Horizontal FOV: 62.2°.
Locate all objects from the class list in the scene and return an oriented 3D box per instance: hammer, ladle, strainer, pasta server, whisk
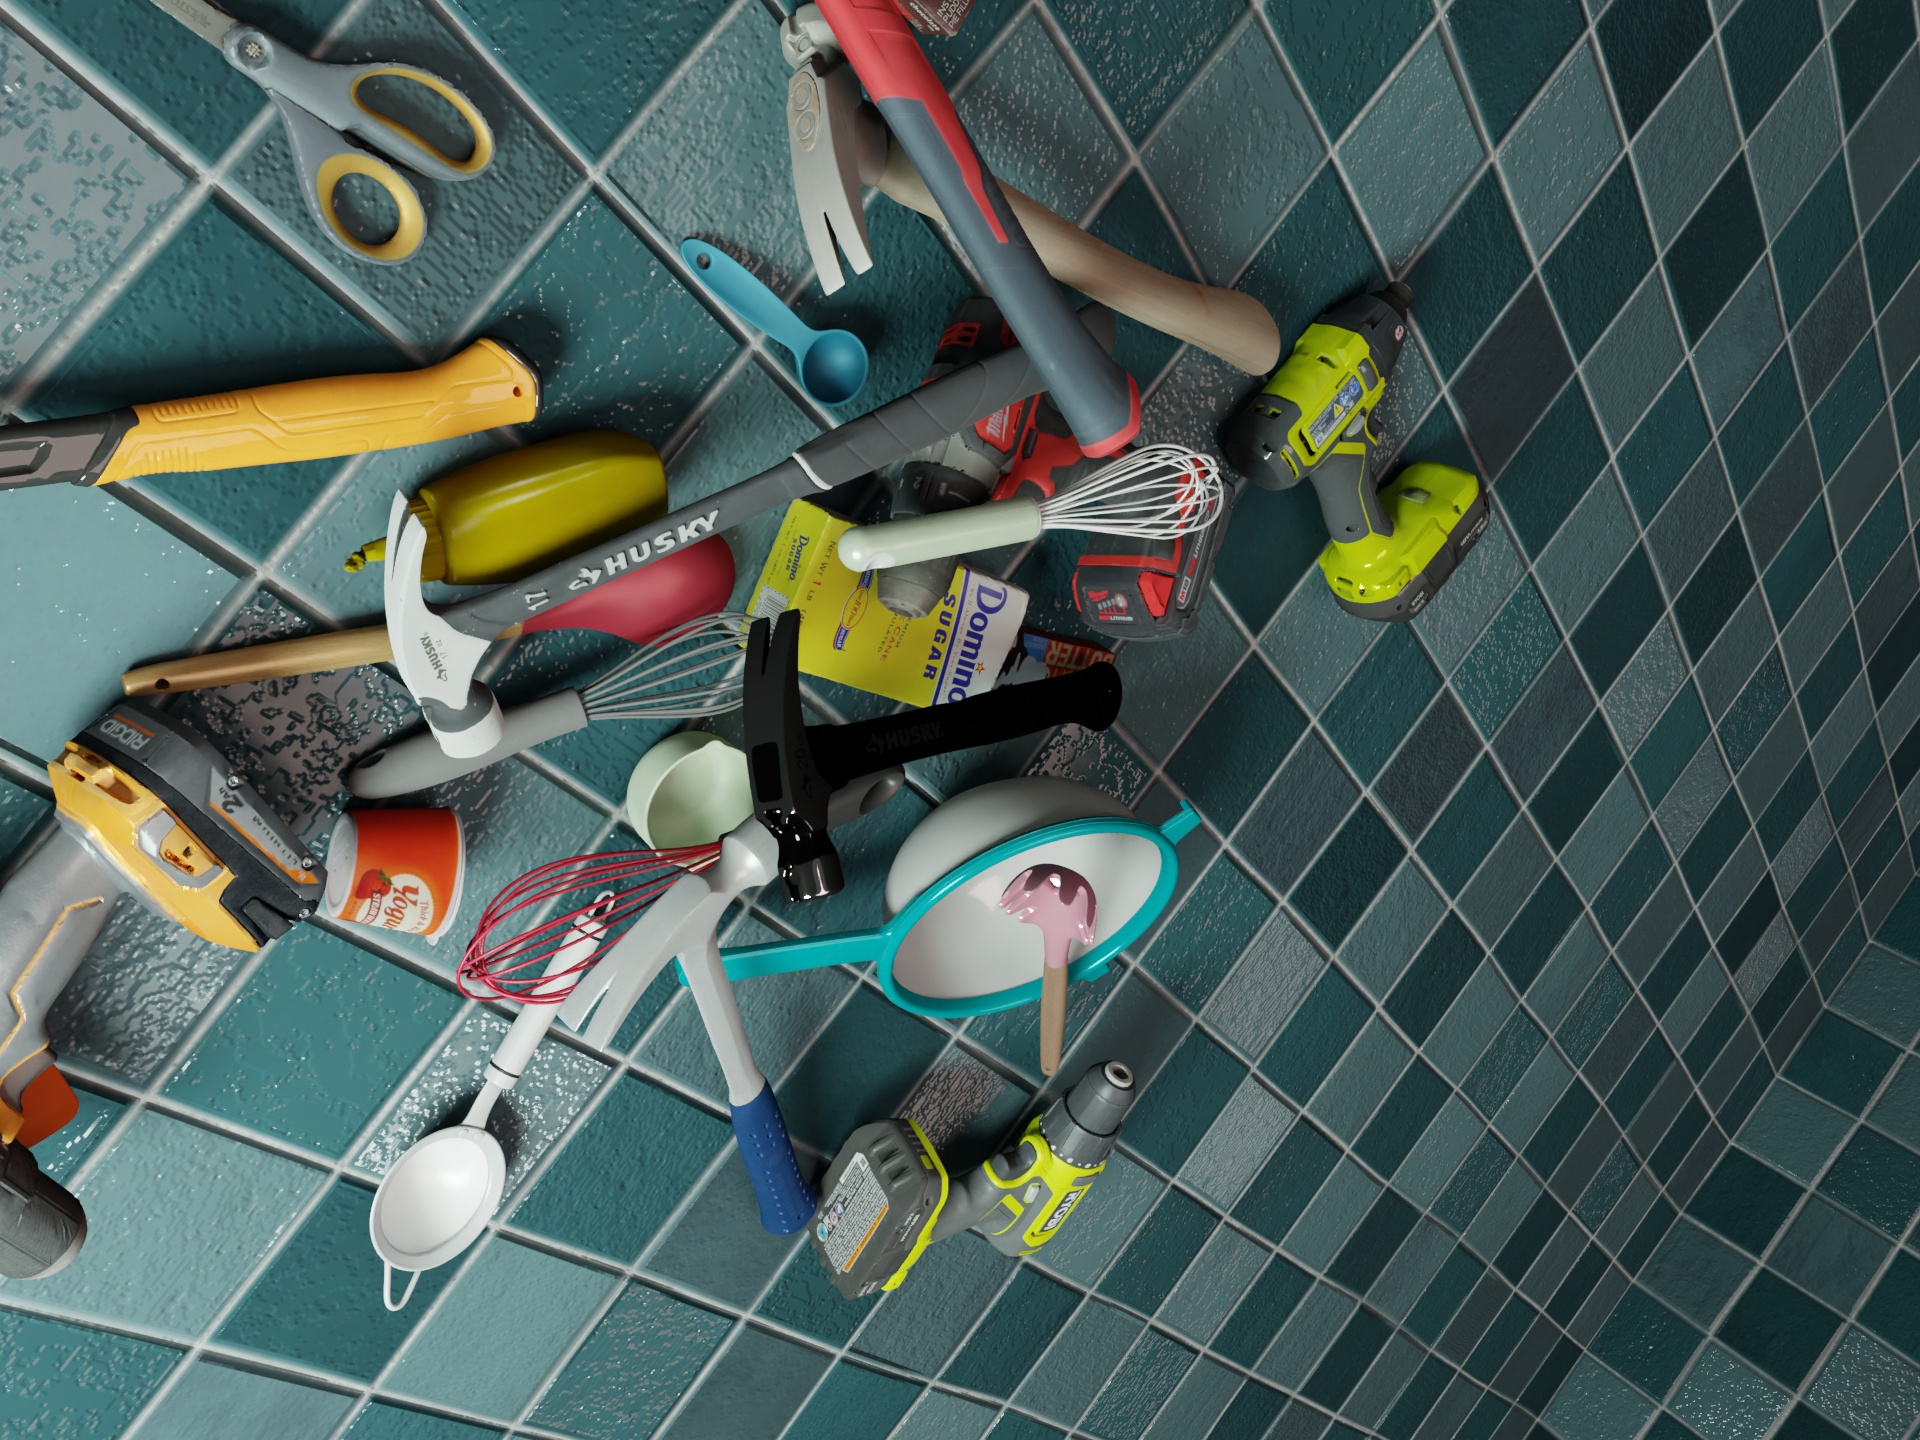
[{"bbox_3d":[0.065,-0.257,0.907,0.410,0.038,0.146,9,67,-47],"label":"hammer"},{"bbox_3d":[-0.249,-0.048,0.802,0.315,0.031,0.069,-14,124,-33],"label":"ladle"},{"bbox_3d":[-0.268,0.210,0.915,0.258,0.050,0.086,-60,141,-6],"label":"strainer"},{"bbox_3d":[-0.093,-0.123,0.800,0.409,0.036,0.149,-28,145,-18],"label":"hammer"},{"bbox_3d":[-0.334,-0.111,0.674,0.337,0.034,0.127,-19,116,-36],"label":"hammer"},{"bbox_3d":[-0.026,0.107,1.028,0.340,0.095,0.210,-5,140,-26],"label":"strainer"},{"bbox_3d":[-0.001,-0.003,0.930,0.334,0.035,0.146,-14,91,-53],"label":"hammer"},{"bbox_3d":[0.060,0.176,1.057,0.316,0.060,0.040,88,24,-56],"label":"pasta server"},{"bbox_3d":[0.044,-0.114,0.877,0.246,0.059,0.057,-14,162,-27],"label":"whisk"},{"bbox_3d":[-0.135,0.220,0.956,0.144,0.035,0.405,-43,150,-27],"label":"hammer"},{"bbox_3d":[-0.030,-0.280,0.740,0.143,0.038,0.386,-49,116,-32],"label":"hammer"},{"bbox_3d":[-0.144,0.081,0.886,0.296,0.073,0.073,-25,127,-36],"label":"whisk"},{"bbox_3d":[-0.200,-0.005,0.834,0.239,0.055,0.055,-20,125,-17],"label":"whisk"}]

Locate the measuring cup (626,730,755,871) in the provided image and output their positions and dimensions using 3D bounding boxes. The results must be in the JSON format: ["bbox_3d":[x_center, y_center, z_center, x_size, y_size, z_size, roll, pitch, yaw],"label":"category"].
[{"bbox_3d":[-0.122,0.039,0.949,0.167,0.038,0.083,-6,116,-40],"label":"measuring cup"}]

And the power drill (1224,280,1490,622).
[{"bbox_3d":[0.298,-0.191,1.156,0.171,0.080,0.223,-49,132,-8],"label":"power drill"}]

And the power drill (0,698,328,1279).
[{"bbox_3d":[-0.392,0.126,0.700,0.226,0.084,0.185,-51,141,-27],"label":"power drill"}]

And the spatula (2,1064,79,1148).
[{"bbox_3d":[-0.447,0.051,0.675,0.081,0.041,0.322,-27,128,-50],"label":"spatula"}]

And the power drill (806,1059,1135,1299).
[{"bbox_3d":[0.017,0.332,1.171,0.228,0.080,0.190,0,130,-40],"label":"power drill"}]

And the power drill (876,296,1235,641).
[{"bbox_3d":[0.052,-0.120,0.950,0.226,0.080,0.188,27,77,-39],"label":"power drill"}]

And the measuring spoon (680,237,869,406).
[{"bbox_3d":[-0.102,-0.215,0.848,0.128,0.021,0.042,35,89,-36],"label":"measuring spoon"}]
